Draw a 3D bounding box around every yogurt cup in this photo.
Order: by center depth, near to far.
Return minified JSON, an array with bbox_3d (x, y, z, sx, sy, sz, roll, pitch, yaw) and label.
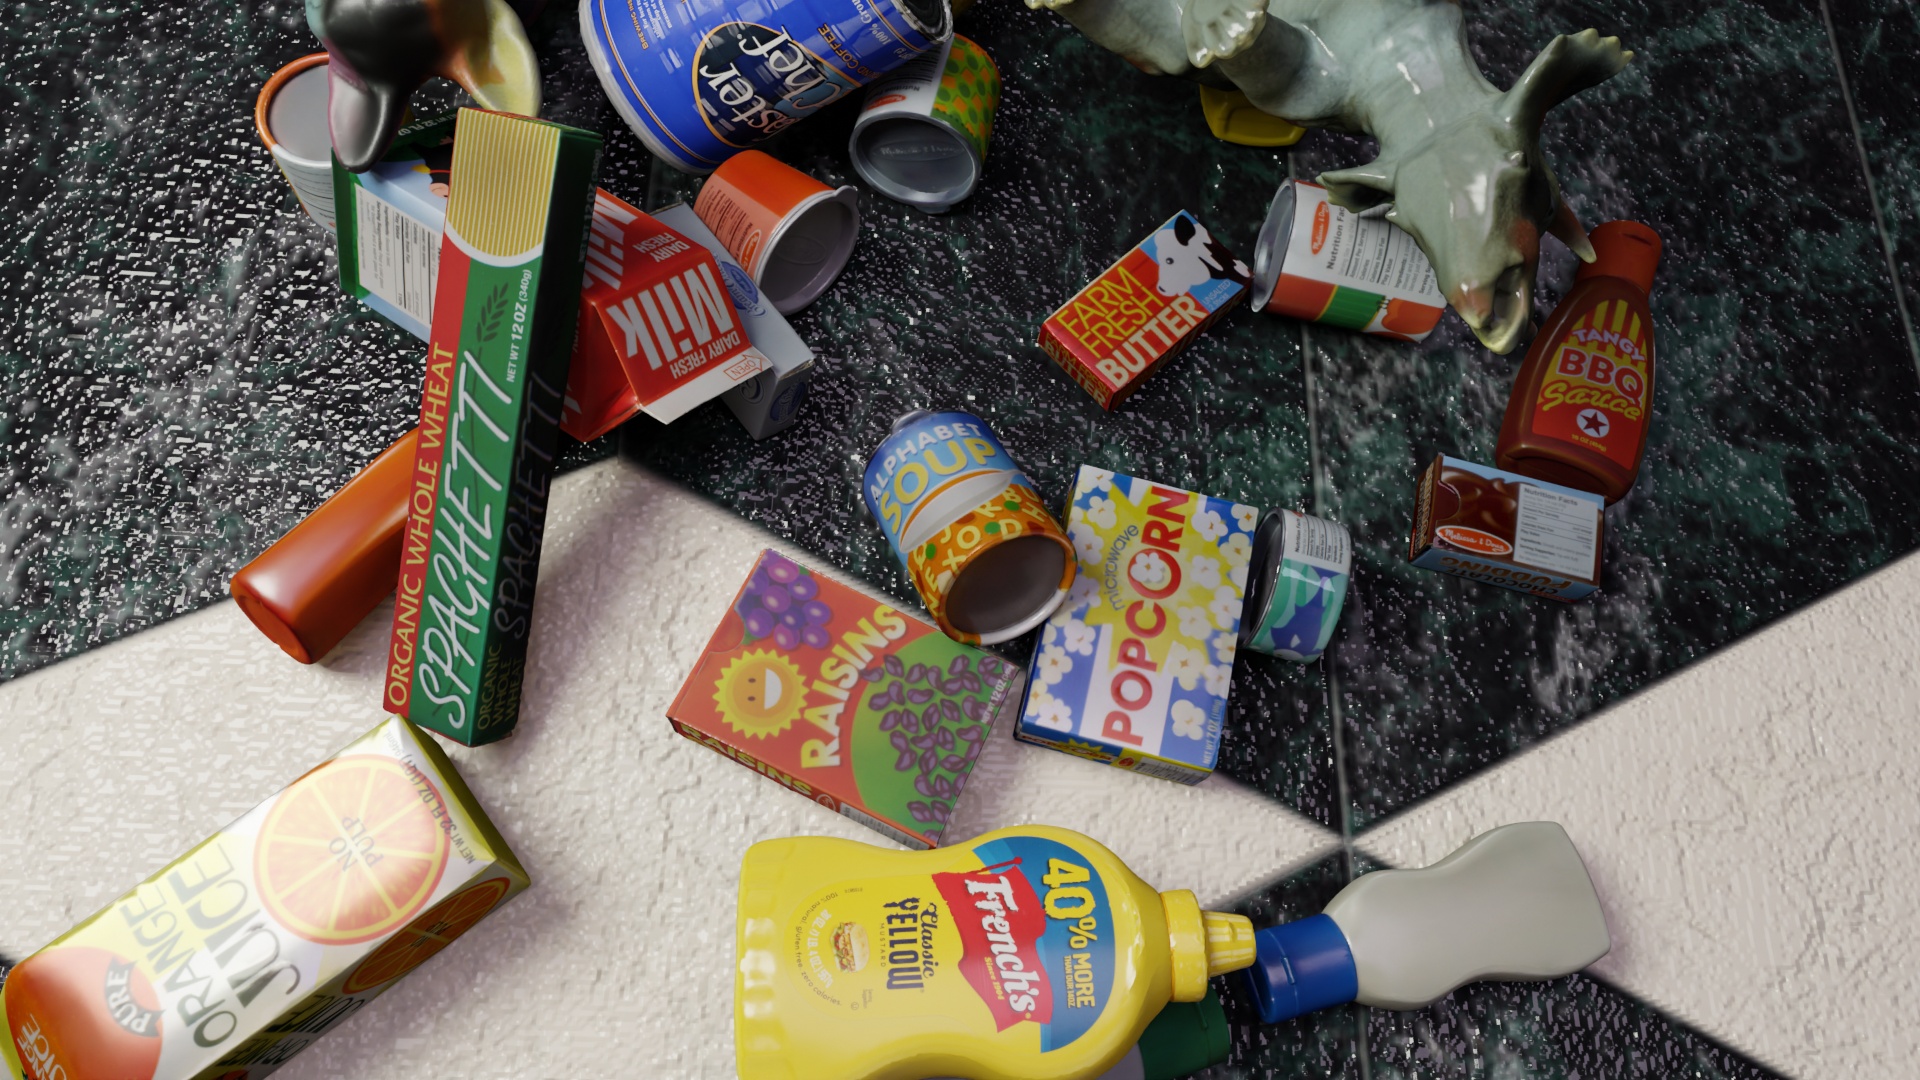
[{"bbox_3d":[-0.090,-0.148,0.660,0.054,0.072,0.072,38,70,17],"label":"yogurt cup"}]

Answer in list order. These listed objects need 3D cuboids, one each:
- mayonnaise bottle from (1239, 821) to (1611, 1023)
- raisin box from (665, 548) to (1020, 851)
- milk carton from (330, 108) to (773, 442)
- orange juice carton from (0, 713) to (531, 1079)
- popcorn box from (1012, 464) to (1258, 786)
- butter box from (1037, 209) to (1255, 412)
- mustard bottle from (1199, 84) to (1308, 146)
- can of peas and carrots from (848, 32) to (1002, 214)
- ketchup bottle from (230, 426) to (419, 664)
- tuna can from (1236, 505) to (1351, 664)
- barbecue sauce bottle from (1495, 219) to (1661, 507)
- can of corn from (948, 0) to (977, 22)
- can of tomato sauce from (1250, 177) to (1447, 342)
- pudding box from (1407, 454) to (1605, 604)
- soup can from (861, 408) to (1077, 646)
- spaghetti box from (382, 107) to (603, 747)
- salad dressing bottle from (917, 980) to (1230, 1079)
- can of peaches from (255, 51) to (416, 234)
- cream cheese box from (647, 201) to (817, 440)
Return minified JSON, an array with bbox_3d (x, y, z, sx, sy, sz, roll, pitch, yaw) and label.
[{"bbox_3d":[0.191,0.164,0.581,0.148,0.041,0.065,-12,70,-9],"label":"mayonnaise bottle"},{"bbox_3d":[-0.049,0.069,0.593,0.123,0.040,0.086,25,69,5],"label":"raisin box"},{"bbox_3d":[-0.177,-0.109,0.603,0.191,0.073,0.073,31,41,17],"label":"milk carton"},{"bbox_3d":[-0.267,0.155,0.518,0.193,0.072,0.072,-36,77,-17],"label":"orange juice carton"},{"bbox_3d":[0.079,0.037,0.619,0.085,0.038,0.127,14,68,1],"label":"popcorn box"},{"bbox_3d":[0.091,-0.114,0.686,0.104,0.024,0.053,-41,77,-19],"label":"butter box"},{"bbox_3d":[0.164,-0.289,0.749,0.065,0.048,0.161,7,68,0],"label":"mustard bottle"},{"bbox_3d":[-0.016,-0.208,0.690,0.071,0.070,0.059,14,64,-1],"label":"can of peas and carrots"},{"bbox_3d":[-0.237,-0.015,0.595,0.043,0.064,0.149,40,61,0],"label":"ketchup bottle"},{"bbox_3d":[0.146,0.022,0.619,0.033,0.070,0.071,15,68,-1],"label":"tuna can"},{"bbox_3d":[0.315,-0.092,0.691,0.065,0.043,0.149,23,68,4],"label":"barbecue sauce bottle"},{"bbox_3d":[-0.028,-0.288,0.720,0.071,0.071,0.058,40,70,9],"label":"can of corn"},{"bbox_3d":[0.193,-0.137,0.686,0.083,0.071,0.071,12,68,-2],"label":"can of tomato sauce"},{"bbox_3d":[0.259,-0.005,0.659,0.084,0.030,0.050,14,69,0],"label":"pudding box"},{"bbox_3d":[0.002,-0.007,0.595,0.071,0.071,0.084,-21,47,-13],"label":"soup can"},{"bbox_3d":[-0.186,-0.040,0.548,0.050,0.029,0.249,17,103,21],"label":"spaghetti box"},{"bbox_3d":[0.032,0.208,0.546,0.148,0.043,0.064,-13,64,-12],"label":"salad dressing bottle"},{"bbox_3d":[-0.289,-0.189,0.657,0.071,0.058,0.071,2,70,-5],"label":"can of peaches"},{"bbox_3d":[-0.110,-0.101,0.642,0.024,0.053,0.104,-32,75,-32],"label":"cream cheese box"}]
